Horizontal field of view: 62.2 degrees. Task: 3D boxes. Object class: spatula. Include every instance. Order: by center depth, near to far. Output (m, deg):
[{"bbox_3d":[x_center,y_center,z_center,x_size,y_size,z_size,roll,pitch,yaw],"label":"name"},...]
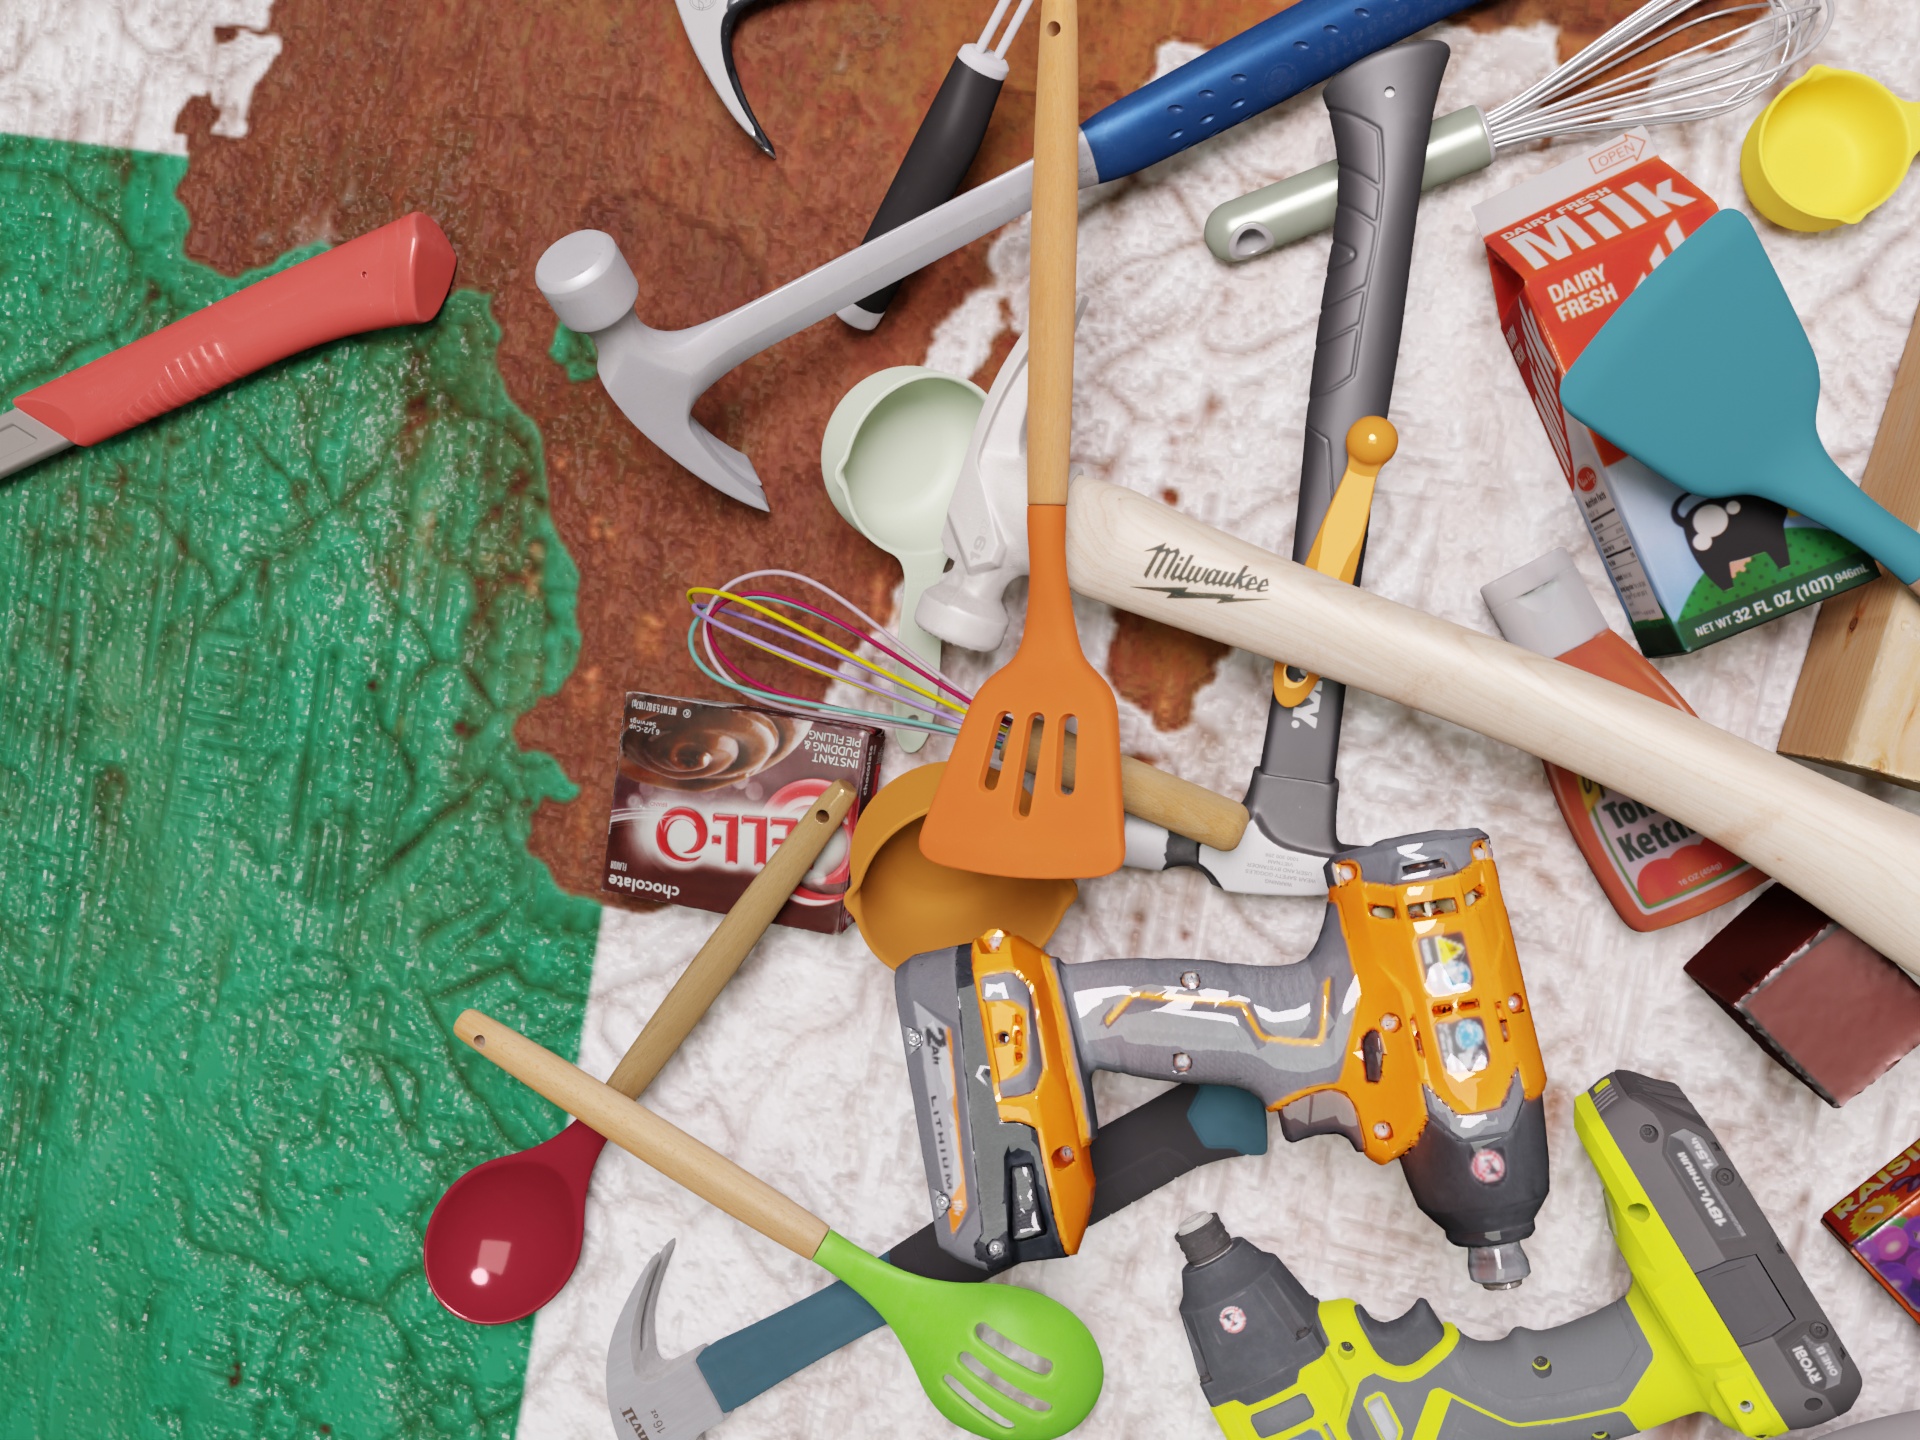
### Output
[{"bbox_3d":[0.337,-0.032,0.515,0.317,0.044,0.082,43,95,8],"label":"spatula"},{"bbox_3d":[0.030,-0.105,0.588,0.081,0.041,0.322,3,95,22],"label":"spatula"}]

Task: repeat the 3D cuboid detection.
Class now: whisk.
[{"bbox_3d":[0.215,-0.237,0.632,0.246,0.057,0.059,-18,53,14],"label":"whisk"},{"bbox_3d":[-0.001,-0.002,0.638,0.245,0.051,0.047,23,136,7],"label":"whisk"}]

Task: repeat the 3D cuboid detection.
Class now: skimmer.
[{"bbox_3d":[0.027,-0.324,0.614,0.363,0.127,0.090,-56,47,33],"label":"skimmer"}]

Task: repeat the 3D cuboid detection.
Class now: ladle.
[{"bbox_3d":[-0.138,0.146,0.693,0.069,0.031,0.315,38,107,2],"label":"ladle"}]

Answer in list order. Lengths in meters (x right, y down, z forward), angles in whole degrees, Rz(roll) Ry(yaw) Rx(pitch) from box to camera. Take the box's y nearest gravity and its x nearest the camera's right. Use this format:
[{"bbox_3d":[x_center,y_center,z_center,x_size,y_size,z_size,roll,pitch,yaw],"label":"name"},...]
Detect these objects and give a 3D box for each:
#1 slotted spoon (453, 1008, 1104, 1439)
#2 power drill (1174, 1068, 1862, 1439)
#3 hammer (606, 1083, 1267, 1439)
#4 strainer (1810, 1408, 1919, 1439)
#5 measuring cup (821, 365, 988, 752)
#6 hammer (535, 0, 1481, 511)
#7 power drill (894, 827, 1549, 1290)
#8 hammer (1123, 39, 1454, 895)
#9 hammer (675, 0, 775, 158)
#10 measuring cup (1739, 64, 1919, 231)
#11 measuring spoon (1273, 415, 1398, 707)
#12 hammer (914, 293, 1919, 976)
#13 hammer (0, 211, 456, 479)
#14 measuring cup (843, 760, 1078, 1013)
[{"bbox_3d":[-0.081,0.208,0.666,0.314,0.031,0.070,30,101,7],"label":"slotted spoon"},{"bbox_3d":[0.206,0.238,0.624,0.223,0.080,0.171,-31,81,13],"label":"power drill"},{"bbox_3d":[-0.012,0.237,0.688,0.331,0.033,0.128,-31,86,10],"label":"hammer"},{"bbox_3d":[0.283,0.332,0.576,0.340,0.210,0.095,-24,42,9],"label":"strainer"},{"bbox_3d":[-0.024,-0.068,0.676,0.083,0.038,0.167,-9,118,-27],"label":"measuring cup"},{"bbox_3d":[0.043,-0.218,0.641,0.405,0.143,0.035,-27,52,2],"label":"hammer"},{"bbox_3d":[0.101,0.140,0.592,0.226,0.084,0.164,-12,79,7],"label":"power drill"},{"bbox_3d":[0.155,-0.092,0.629,0.146,0.035,0.334,8,100,11],"label":"hammer"},{"bbox_3d":[0.072,-0.342,0.660,0.409,0.036,0.149,-6,91,11],"label":"hammer"},{"bbox_3d":[0.377,-0.227,0.611,0.156,0.029,0.062,-13,89,0],"label":"measuring cup"},{"bbox_3d":[0.143,-0.060,0.612,0.021,0.011,0.117,18,101,10],"label":"measuring spoon"},{"bbox_3d":[0.183,-0.025,0.576,0.411,0.038,0.146,25,105,18],"label":"hammer"},{"bbox_3d":[-0.406,-0.165,0.758,0.359,0.036,0.149,-21,87,11],"label":"hammer"},{"bbox_3d":[-0.005,0.097,0.679,0.095,0.052,0.173,-1,118,-8],"label":"measuring cup"}]
